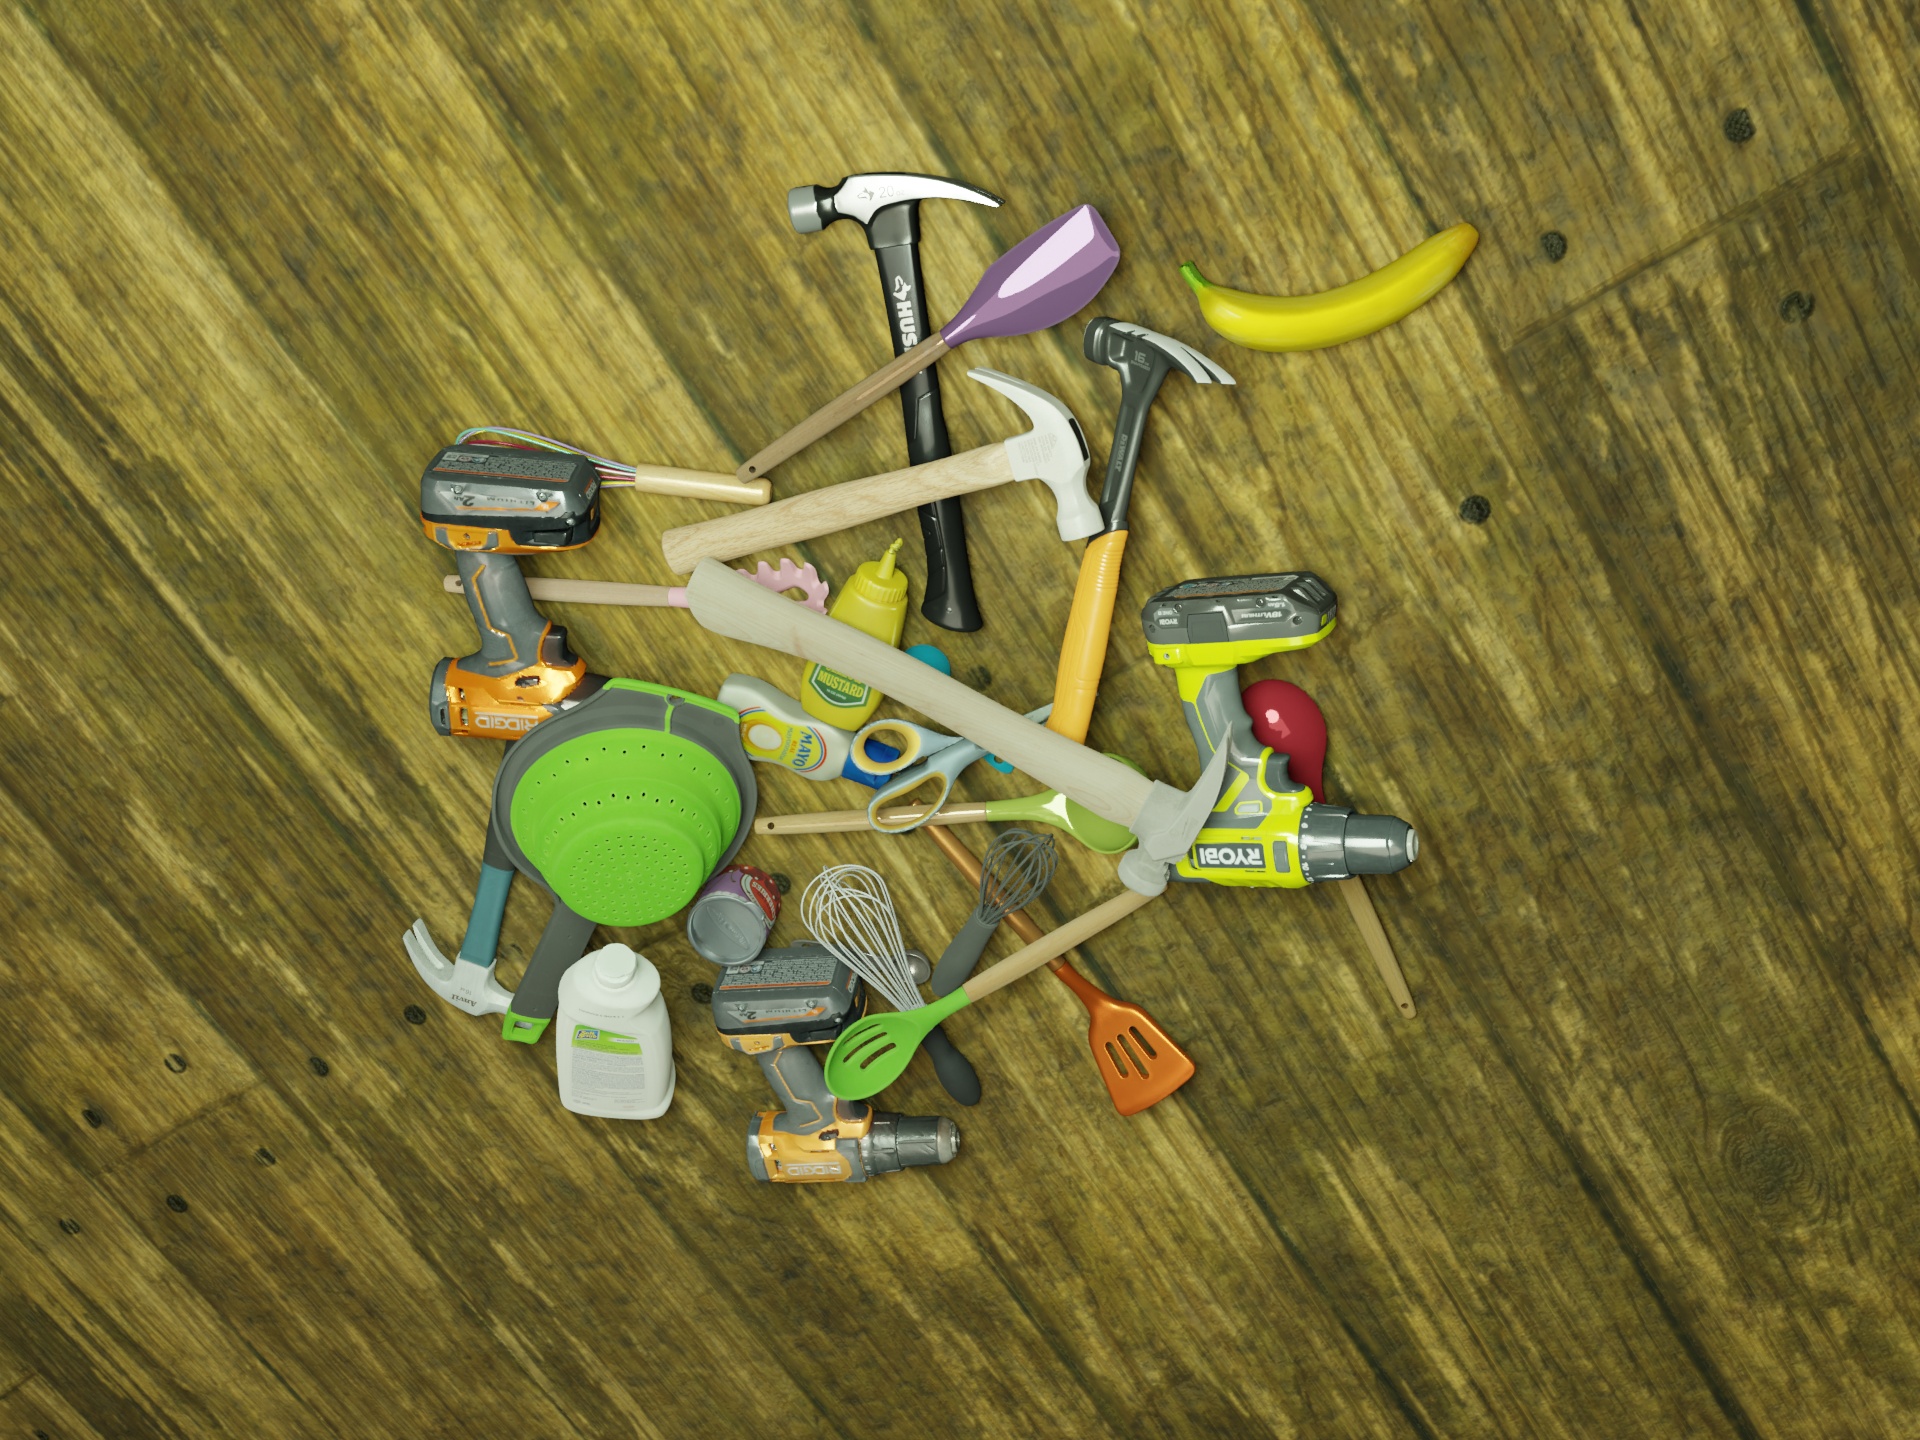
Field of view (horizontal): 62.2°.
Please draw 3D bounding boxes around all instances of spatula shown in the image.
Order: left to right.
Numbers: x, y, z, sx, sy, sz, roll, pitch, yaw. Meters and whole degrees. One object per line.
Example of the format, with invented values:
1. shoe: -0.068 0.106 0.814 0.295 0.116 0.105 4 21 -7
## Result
1. spatula: -0.030 -0.249 1.105 0.316 0.018 0.059 -29 105 19
2. spatula: 0.065 0.187 1.300 0.081 0.041 0.322 -38 102 19

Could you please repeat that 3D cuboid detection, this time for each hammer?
1. hammer: -0.384 0.109 1.340 0.128 0.033 0.331 19 114 -1
2. hammer: -0.069 -0.160 1.139 0.331 0.031 0.130 -12 103 21
3. hammer: -0.021 -0.222 1.144 0.146 0.035 0.334 -5 112 11
4. hammer: -0.007 -0.022 1.150 0.410 0.038 0.146 27 121 3
5. hammer: 0.105 -0.106 1.131 0.034 0.127 0.336 -7 119 -34

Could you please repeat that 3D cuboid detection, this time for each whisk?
1. whisk: -0.263 -0.189 1.193 0.245 0.047 0.051 7 126 1
2. whisk: -0.046 0.223 1.307 0.070 0.070 0.284 -19 122 16
3. whisk: 0.019 0.158 1.257 0.055 0.055 0.238 25 137 -2

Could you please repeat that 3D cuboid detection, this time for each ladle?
1. ladle: -0.007 0.073 1.242 0.320 0.062 0.078 -4 86 7
2. ladle: 0.294 0.108 1.241 0.069 0.031 0.315 -22 109 19

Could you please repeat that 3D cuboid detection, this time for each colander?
1. colander: -0.290 0.150 1.258 0.204 0.095 0.397 16 123 -24

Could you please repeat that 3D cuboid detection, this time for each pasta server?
1. pasta server: -0.252 -0.099 1.229 0.316 0.040 0.060 4 85 9

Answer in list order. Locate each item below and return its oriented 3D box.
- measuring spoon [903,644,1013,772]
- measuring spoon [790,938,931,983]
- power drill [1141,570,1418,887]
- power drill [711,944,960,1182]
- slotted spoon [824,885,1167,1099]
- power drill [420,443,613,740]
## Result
1. measuring spoon: -0.002 -0.004 1.239 0.042 0.021 0.128 -37 102 21
2. measuring spoon: -0.083 0.197 1.343 0.124 0.018 0.034 9 125 12
3. power drill: 0.225 0.013 1.149 0.190 0.080 0.228 -2 106 29
4. power drill: -0.105 0.301 1.350 0.185 0.084 0.226 -4 119 11
5. slotted spoon: 0.028 0.207 1.272 0.314 0.031 0.070 -30 120 -2
6. power drill: -0.315 -0.083 1.186 0.164 0.084 0.226 5 121 -2
